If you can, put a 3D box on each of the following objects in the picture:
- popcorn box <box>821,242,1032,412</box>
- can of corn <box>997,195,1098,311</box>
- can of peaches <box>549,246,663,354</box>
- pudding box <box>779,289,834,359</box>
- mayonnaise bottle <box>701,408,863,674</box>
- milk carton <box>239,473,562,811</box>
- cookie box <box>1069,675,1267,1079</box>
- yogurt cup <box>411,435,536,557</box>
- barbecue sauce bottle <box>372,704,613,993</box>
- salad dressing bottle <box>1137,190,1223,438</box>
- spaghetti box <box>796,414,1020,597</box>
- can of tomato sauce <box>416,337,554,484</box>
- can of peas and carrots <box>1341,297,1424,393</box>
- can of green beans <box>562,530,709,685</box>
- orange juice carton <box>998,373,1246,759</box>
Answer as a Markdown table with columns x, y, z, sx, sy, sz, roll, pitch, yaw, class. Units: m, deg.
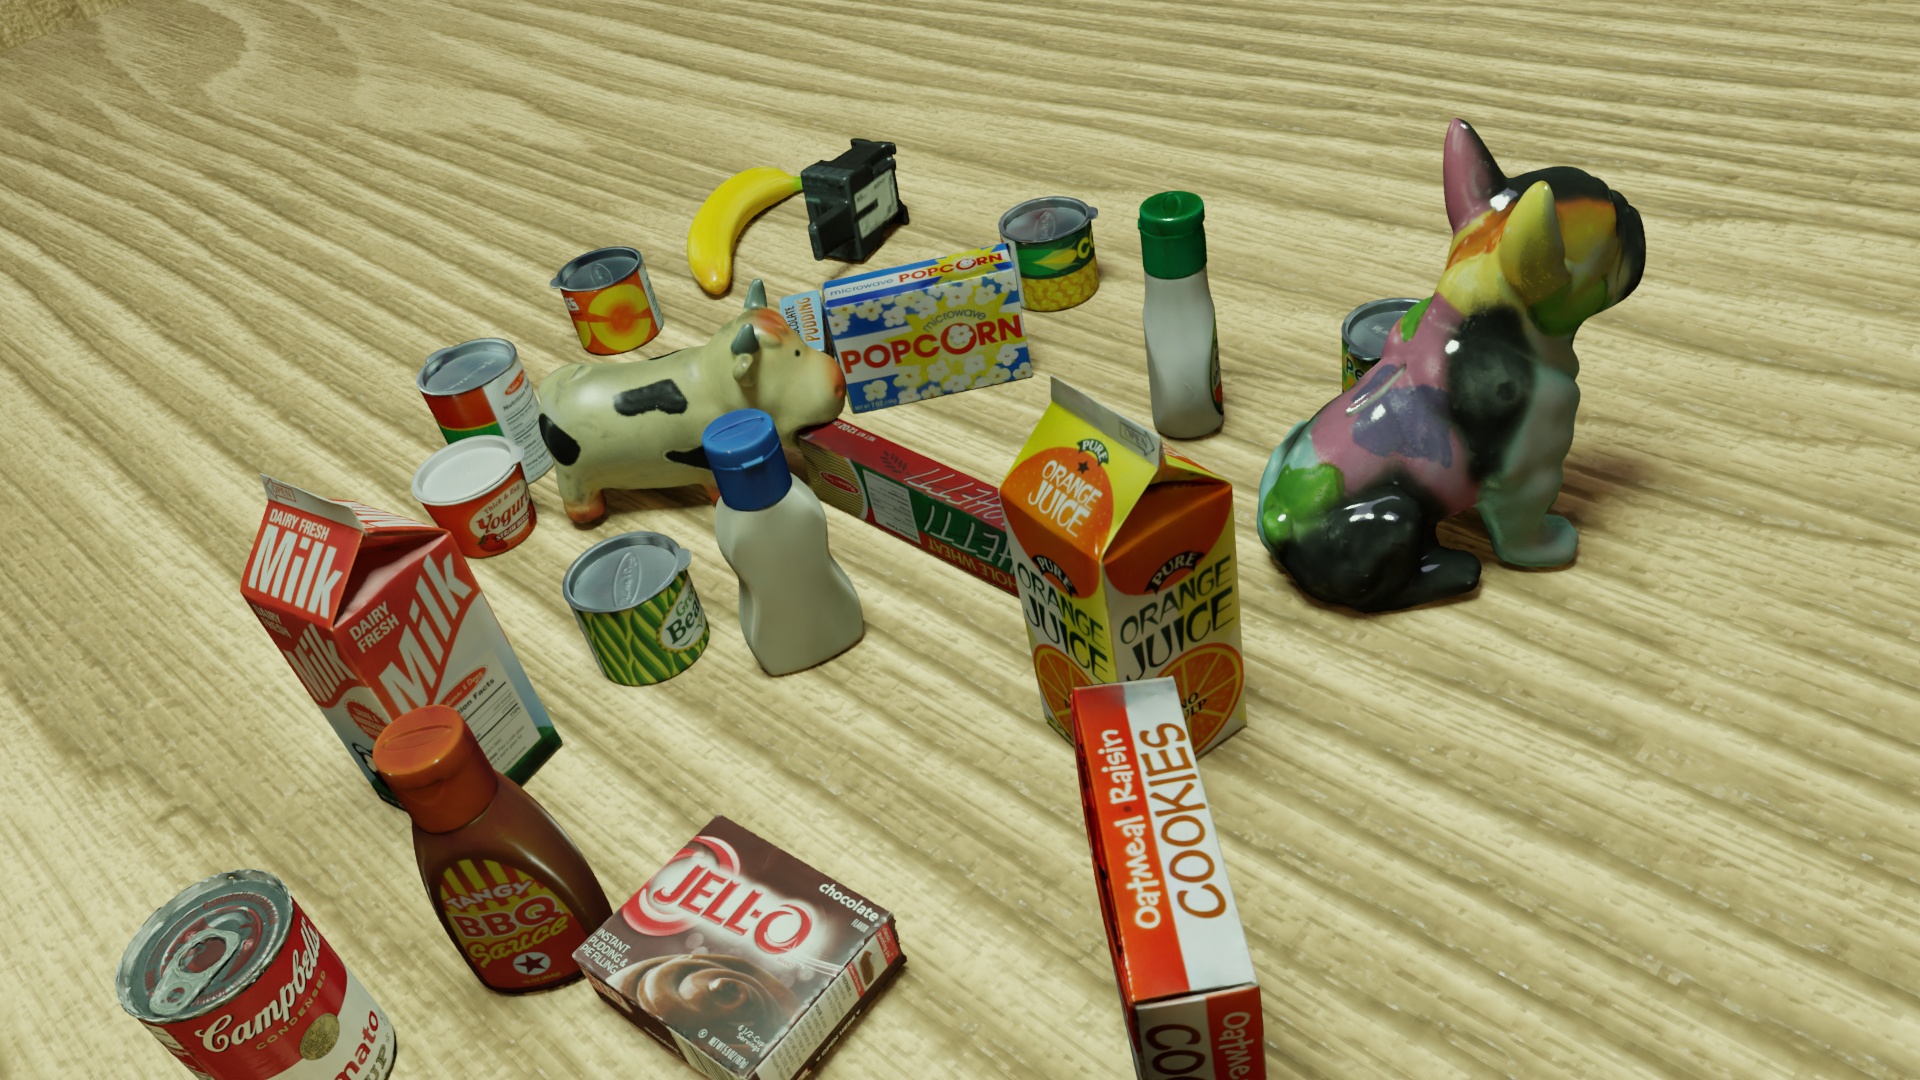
| x | y | z | sx | sy | sz | roll | pitch | yaw | class |
| --- | --- | --- | --- | --- | --- | --- | --- | --- | --- |
| -0.021 | -0.139 | 0.916 | 0.127 | 0.084 | 0.038 | -12 | 39 | 1 | popcorn box |
| 0.066 | -0.205 | 0.993 | 0.071 | 0.058 | 0.071 | -8 | 39 | 6 | can of corn |
| -0.267 | -0.181 | 1.054 | 0.071 | 0.057 | 0.071 | -8 | 39 | 6 | can of peaches |
| -0.104 | -0.130 | 0.955 | 0.030 | 0.049 | 0.084 | -12 | 39 | 1 | pudding box |
| -0.095 | 0.001 | 0.717 | 0.065 | 0.147 | 0.041 | -23 | 40 | -12 | mayonnaise bottle |
| -0.274 | 0.050 | 0.672 | 0.072 | 0.189 | 0.074 | 15 | 46 | 30 | milk carton |
| 0.073 | 0.148 | 0.479 | 0.040 | 0.166 | 0.123 | -11 | 39 | 2 | cookie box |
| -0.304 | -0.026 | 0.880 | 0.072 | 0.053 | 0.073 | -7 | 39 | 6 | yogurt cup |
| -0.199 | 0.132 | 0.587 | 0.065 | 0.147 | 0.044 | -14 | 39 | -1 | barbecue sauce bottle |
| 0.129 | -0.131 | 0.816 | 0.044 | 0.147 | 0.064 | -4 | 40 | 11 | salad dressing bottle |
| 0.003 | -0.010 | 0.781 | 0.250 | 0.050 | 0.029 | 25 | 52 | 37 | spaghetti box |
| -0.316 | -0.083 | 0.929 | 0.071 | 0.082 | 0.071 | -8 | 39 | 6 | can of tomato sauce |
| 0.256 | -0.100 | 0.815 | 0.071 | 0.058 | 0.071 | -8 | 39 | 6 | can of peas and carrots |
| -0.178 | 0.038 | 0.766 | 0.071 | 0.057 | 0.071 | -8 | 39 | 6 | can of green beans |
| 0.073 | 0.017 | 0.617 | 0.073 | 0.191 | 0.072 | -30 | 42 | -20 | orange juice carton |
